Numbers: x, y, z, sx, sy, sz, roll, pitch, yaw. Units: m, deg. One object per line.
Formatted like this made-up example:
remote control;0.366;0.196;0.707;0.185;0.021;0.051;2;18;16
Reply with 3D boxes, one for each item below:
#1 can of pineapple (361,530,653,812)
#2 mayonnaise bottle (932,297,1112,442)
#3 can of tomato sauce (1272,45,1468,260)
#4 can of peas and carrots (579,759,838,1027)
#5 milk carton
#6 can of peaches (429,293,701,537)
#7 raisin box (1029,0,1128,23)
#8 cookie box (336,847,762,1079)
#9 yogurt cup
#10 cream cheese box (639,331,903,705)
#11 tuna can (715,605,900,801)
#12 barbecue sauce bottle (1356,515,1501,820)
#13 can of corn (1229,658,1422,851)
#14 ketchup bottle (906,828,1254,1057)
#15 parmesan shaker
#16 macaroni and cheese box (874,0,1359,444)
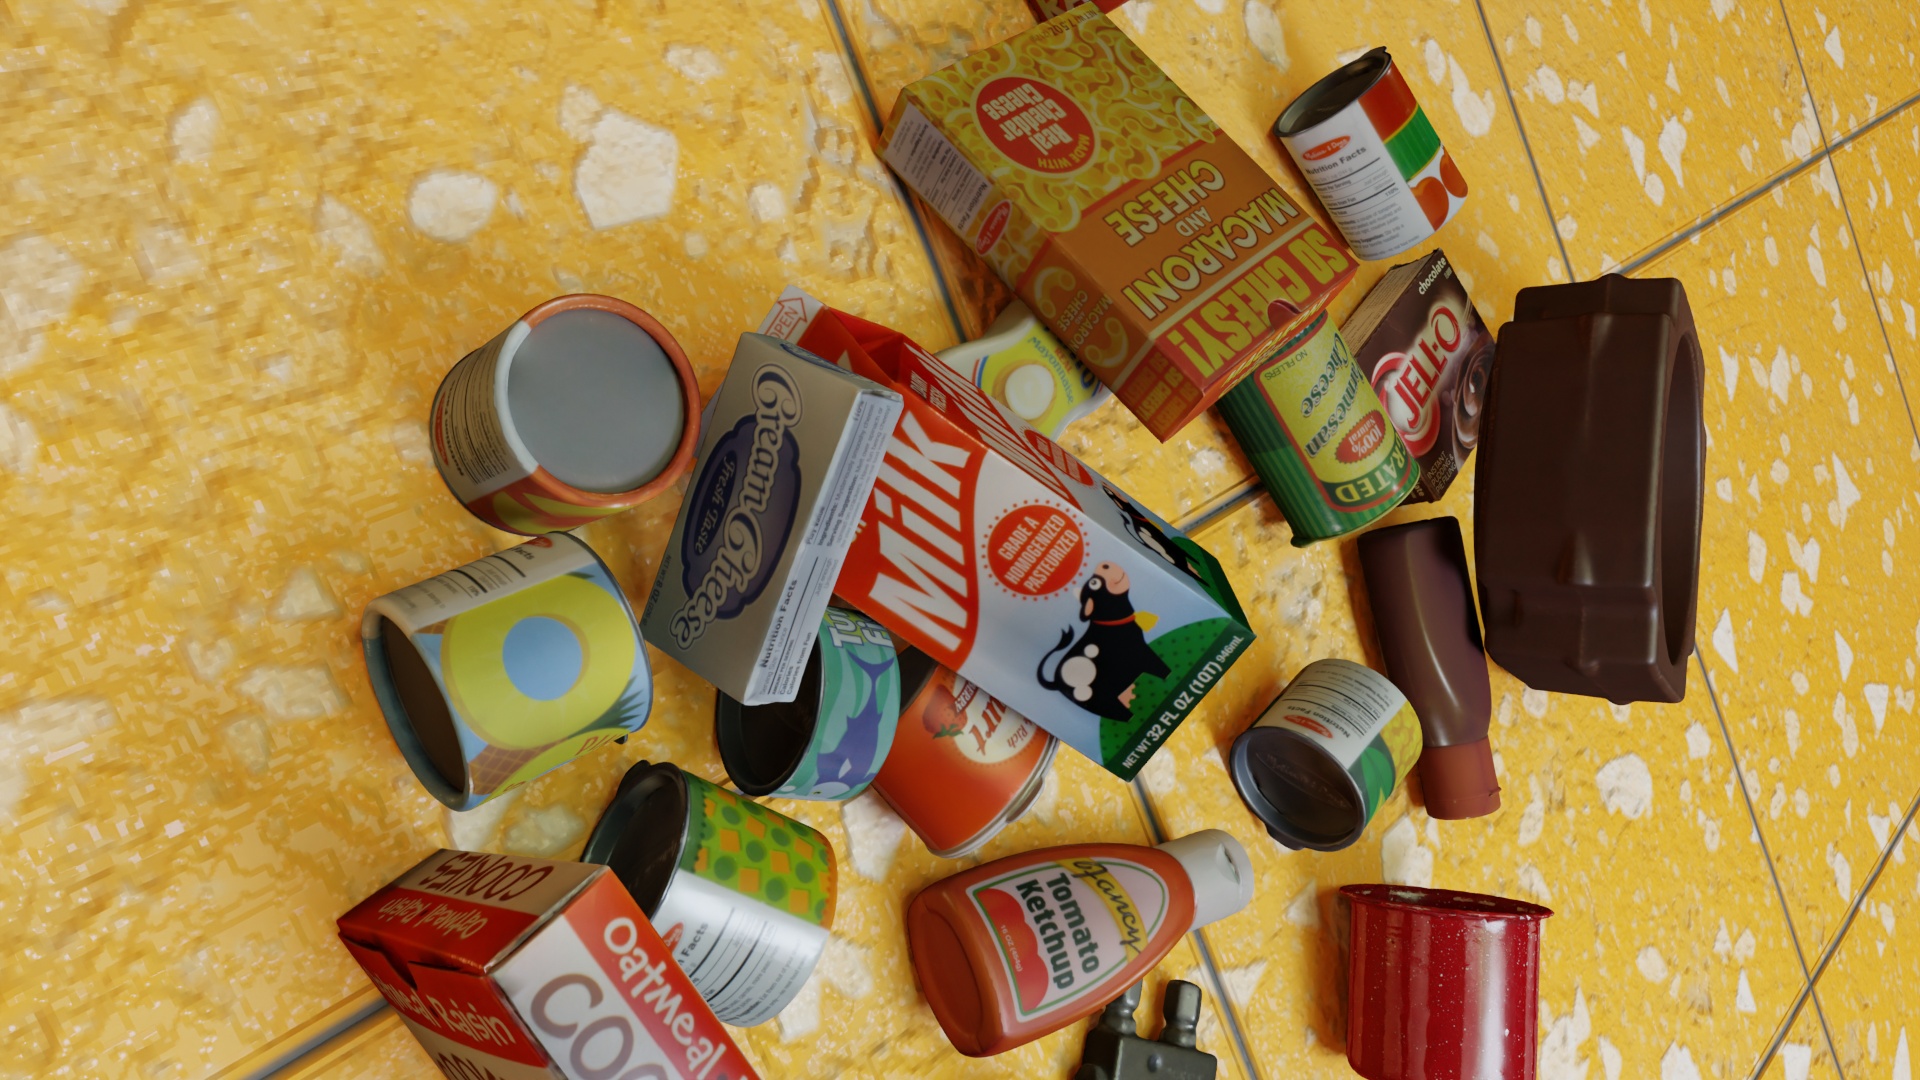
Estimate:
can of pineapple;-0.131;0.039;0.404;0.058;0.071;0.071;-25;97;-38
mayonnaise bottle;0.033;-0.071;0.567;0.149;0.041;0.064;-42;105;-34
can of tomato sauce;0.212;-0.198;0.715;0.083;0.071;0.071;49;56;-21
can of peas and carrots;-0.080;0.109;0.432;0.058;0.071;0.071;32;64;-30
milk carton;0.002;-0.006;0.480;0.190;0.074;0.072;34;106;-12
can of peaches;-0.120;-0.038;0.432;0.071;0.058;0.071;8;77;-36
raisin box;0.093;-0.280;0.625;0.124;0.086;0.040;-47;112;-34
cookie box;-0.090;0.161;0.376;0.040;0.122;0.167;-40;107;-36
yogurt cup;-0.006;0.071;0.498;0.054;0.072;0.073;43;59;-15
cream cheese box;-0.059;-0.007;0.428;0.024;0.053;0.103;7;107;-57
tuna can;-0.050;0.051;0.463;0.033;0.071;0.071;13;74;-37
barbecue sauce bottle;0.240;0.064;0.702;0.065;0.043;0.148;-10;89;-45
can of corn;0.164;0.097;0.624;0.058;0.071;0.071;-37;104;-37
ketchup bottle;0.052;0.146;0.539;0.149;0.043;0.065;-7;66;-39
parmesan shaker;0.158;-0.058;0.647;0.072;0.071;0.103;-47;110;-34
macaroni and cheese box;0.067;-0.135;0.566;0.166;0.040;0.124;46;54;8
